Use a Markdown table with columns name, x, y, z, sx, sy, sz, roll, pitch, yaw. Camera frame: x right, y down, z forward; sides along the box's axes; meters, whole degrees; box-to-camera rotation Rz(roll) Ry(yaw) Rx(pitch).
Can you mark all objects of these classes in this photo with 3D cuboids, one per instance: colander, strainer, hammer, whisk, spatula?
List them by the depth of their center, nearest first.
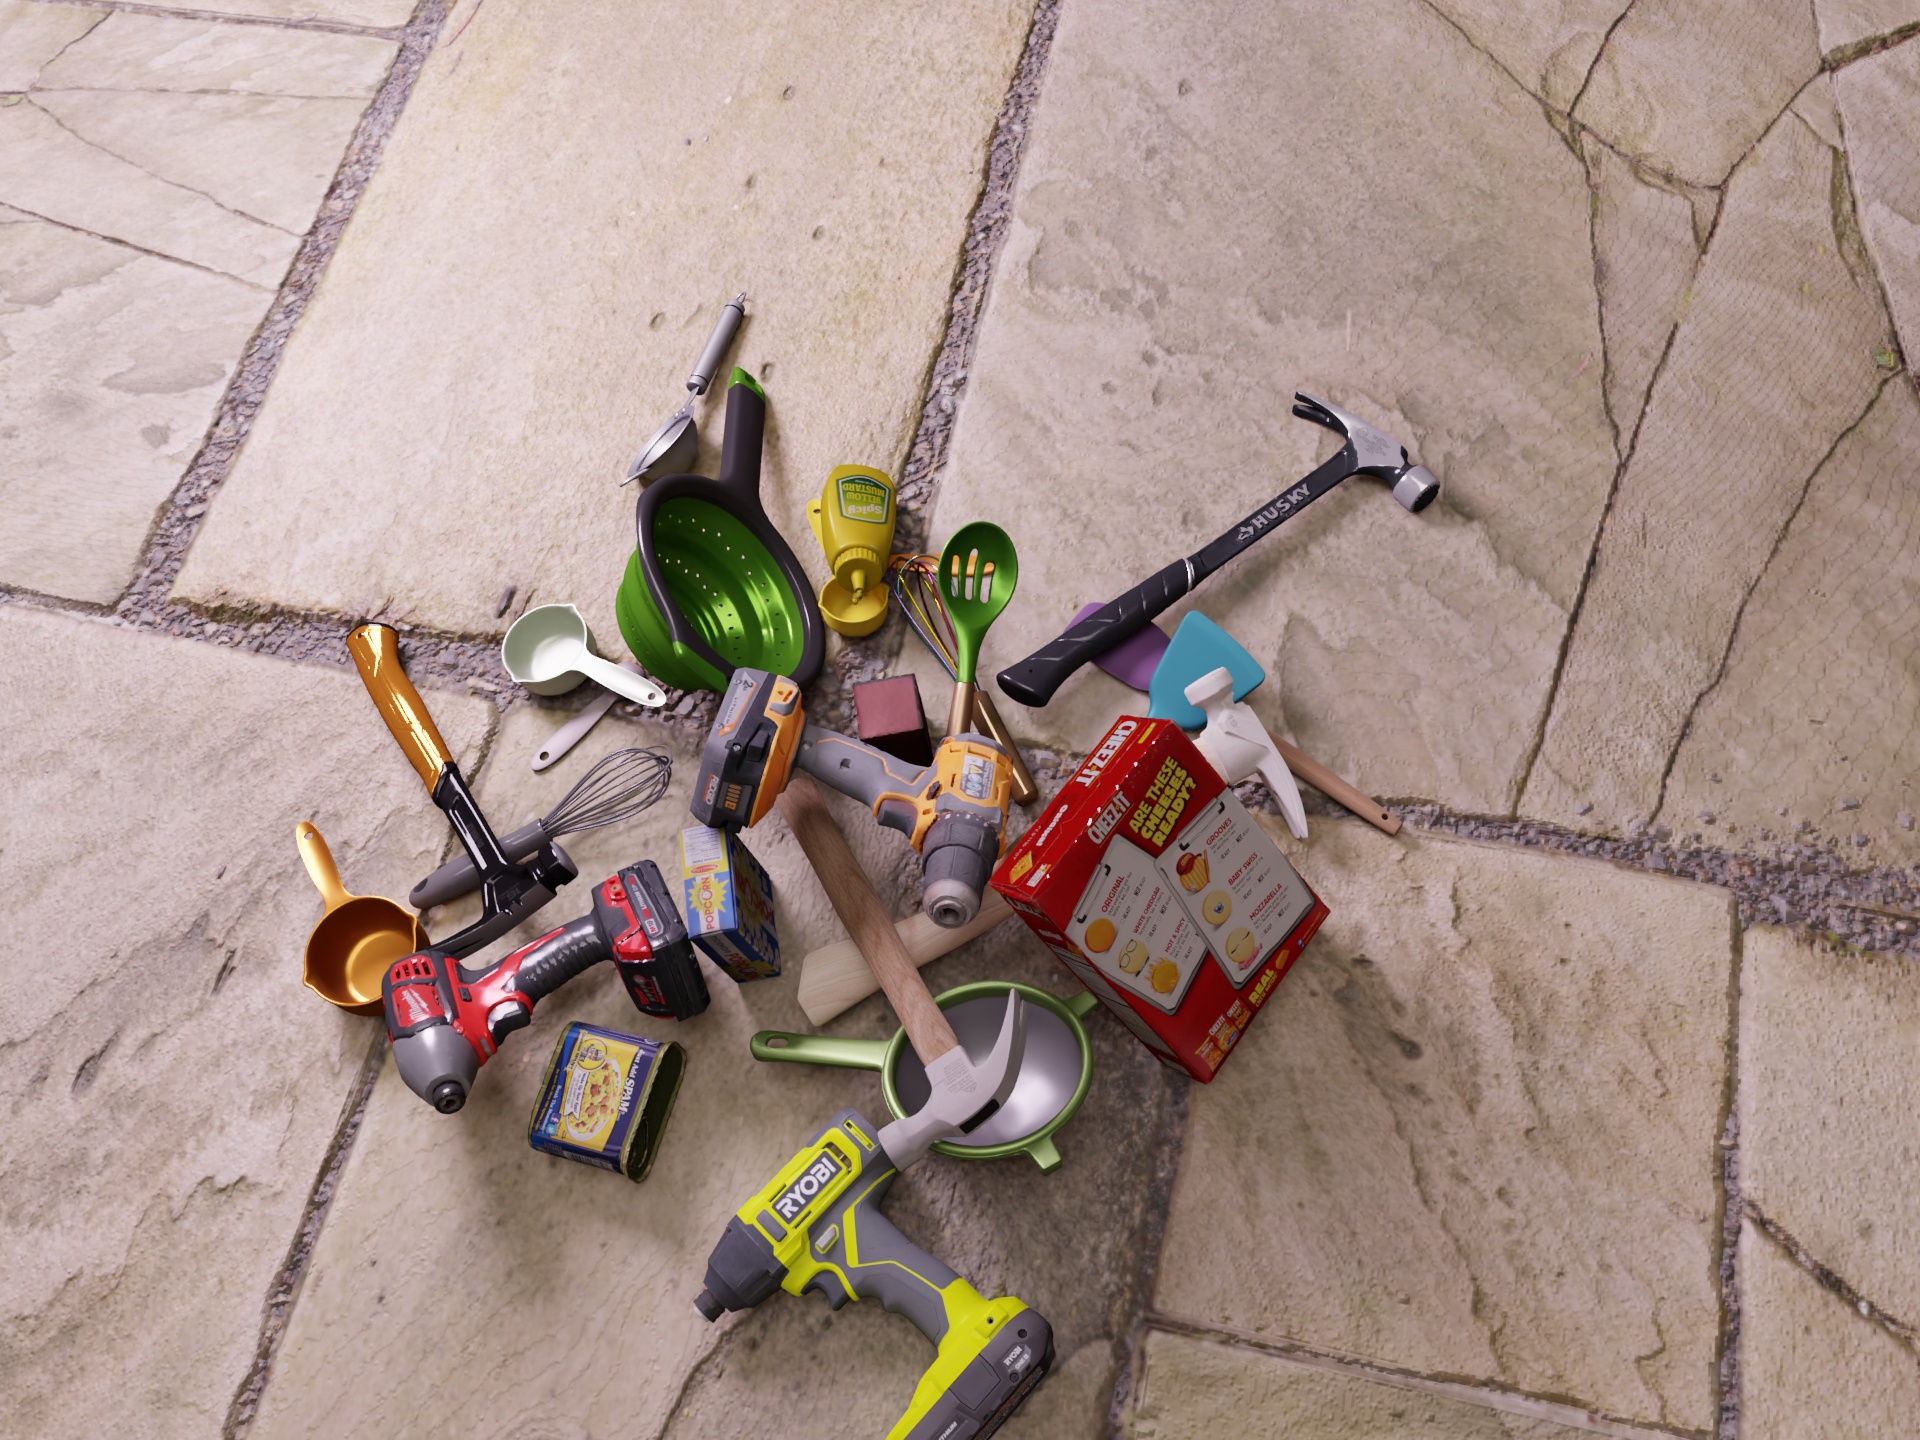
| name | x | y | z | sx | sy | sz | roll | pitch | yaw |
| --- | --- | --- | --- | --- | --- | --- | --- | --- | --- |
| strainer | -0.027 | 0.262 | 1.151 | 0.256 | 0.069 | 0.152 | 2 | 42 | 17 |
| hammer | -0.058 | 0.158 | 1.156 | 0.130 | 0.031 | 0.332 | -33 | 50 | -2 |
| hammer | 0.065 | 0.122 | 1.211 | 0.410 | 0.038 | 0.146 | -30 | 87 | -5 |
| spatula | 0.103 | 0.046 | 1.253 | 0.317 | 0.044 | 0.082 | -42 | 76 | -12 |
| whisk | -0.335 | 0.086 | 1.276 | 0.239 | 0.055 | 0.055 | -29 | 66 | -4 |
| spatula | 0.219 | -0.004 | 1.281 | 0.316 | 0.018 | 0.060 | 36 | 74 | 20 |
| hammer | -0.431 | 0.041 | 1.286 | 0.127 | 0.034 | 0.337 | -36 | 58 | -4 |
| whisk | 0.005 | -0.038 | 1.307 | 0.051 | 0.047 | 0.245 | -24 | 69 | -7 |
| hammer | 0.200 | -0.136 | 1.326 | 0.409 | 0.036 | 0.149 | -34 | 65 | -14 |
| colander | -0.215 | -0.153 | 1.349 | 0.094 | 0.204 | 0.398 | -30 | 42 | 28 |
| strainer | -0.241 | -0.299 | 1.451 | 0.087 | 0.050 | 0.259 | -16 | 46 | 47 |

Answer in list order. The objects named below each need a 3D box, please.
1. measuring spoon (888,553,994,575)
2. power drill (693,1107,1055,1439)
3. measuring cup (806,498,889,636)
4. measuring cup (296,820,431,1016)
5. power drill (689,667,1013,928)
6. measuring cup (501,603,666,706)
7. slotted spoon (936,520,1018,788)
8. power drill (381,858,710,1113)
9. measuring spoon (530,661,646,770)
| name | x | y | z | sx | sy | sz | roll | pitch | yaw |
| --- | --- | --- | --- | --- | --- | --- | --- | --- | --- |
| measuring spoon | -0.027 | -0.137 | 1.370 | 0.117 | 0.011 | 0.021 | 4 | 65 | 7 |
| power drill | -0.061 | 0.401 | 1.086 | 0.223 | 0.080 | 0.171 | 39 | 73 | 24 |
| measuring cup | -0.105 | -0.132 | 1.373 | 0.062 | 0.029 | 0.157 | -15 | 52 | -11 |
| measuring cup | -0.478 | 0.155 | 1.252 | 0.095 | 0.052 | 0.174 | -31 | 64 | -10 |
| power drill | -0.074 | 0.059 | 1.144 | 0.226 | 0.084 | 0.185 | 17 | 34 | -5 |
| measuring cup | -0.306 | -0.040 | 1.326 | 0.168 | 0.038 | 0.083 | 25 | 70 | 22 |
| slotted spoon | -0.002 | -0.004 | 1.261 | 0.070 | 0.031 | 0.314 | 11 | 79 | -22 |
| power drill | -0.303 | 0.197 | 1.153 | 0.219 | 0.078 | 0.143 | -21 | 37 | -14 |
| measuring spoon | -0.314 | -0.004 | 1.330 | 0.034 | 0.018 | 0.124 | 38 | 74 | 20 |
